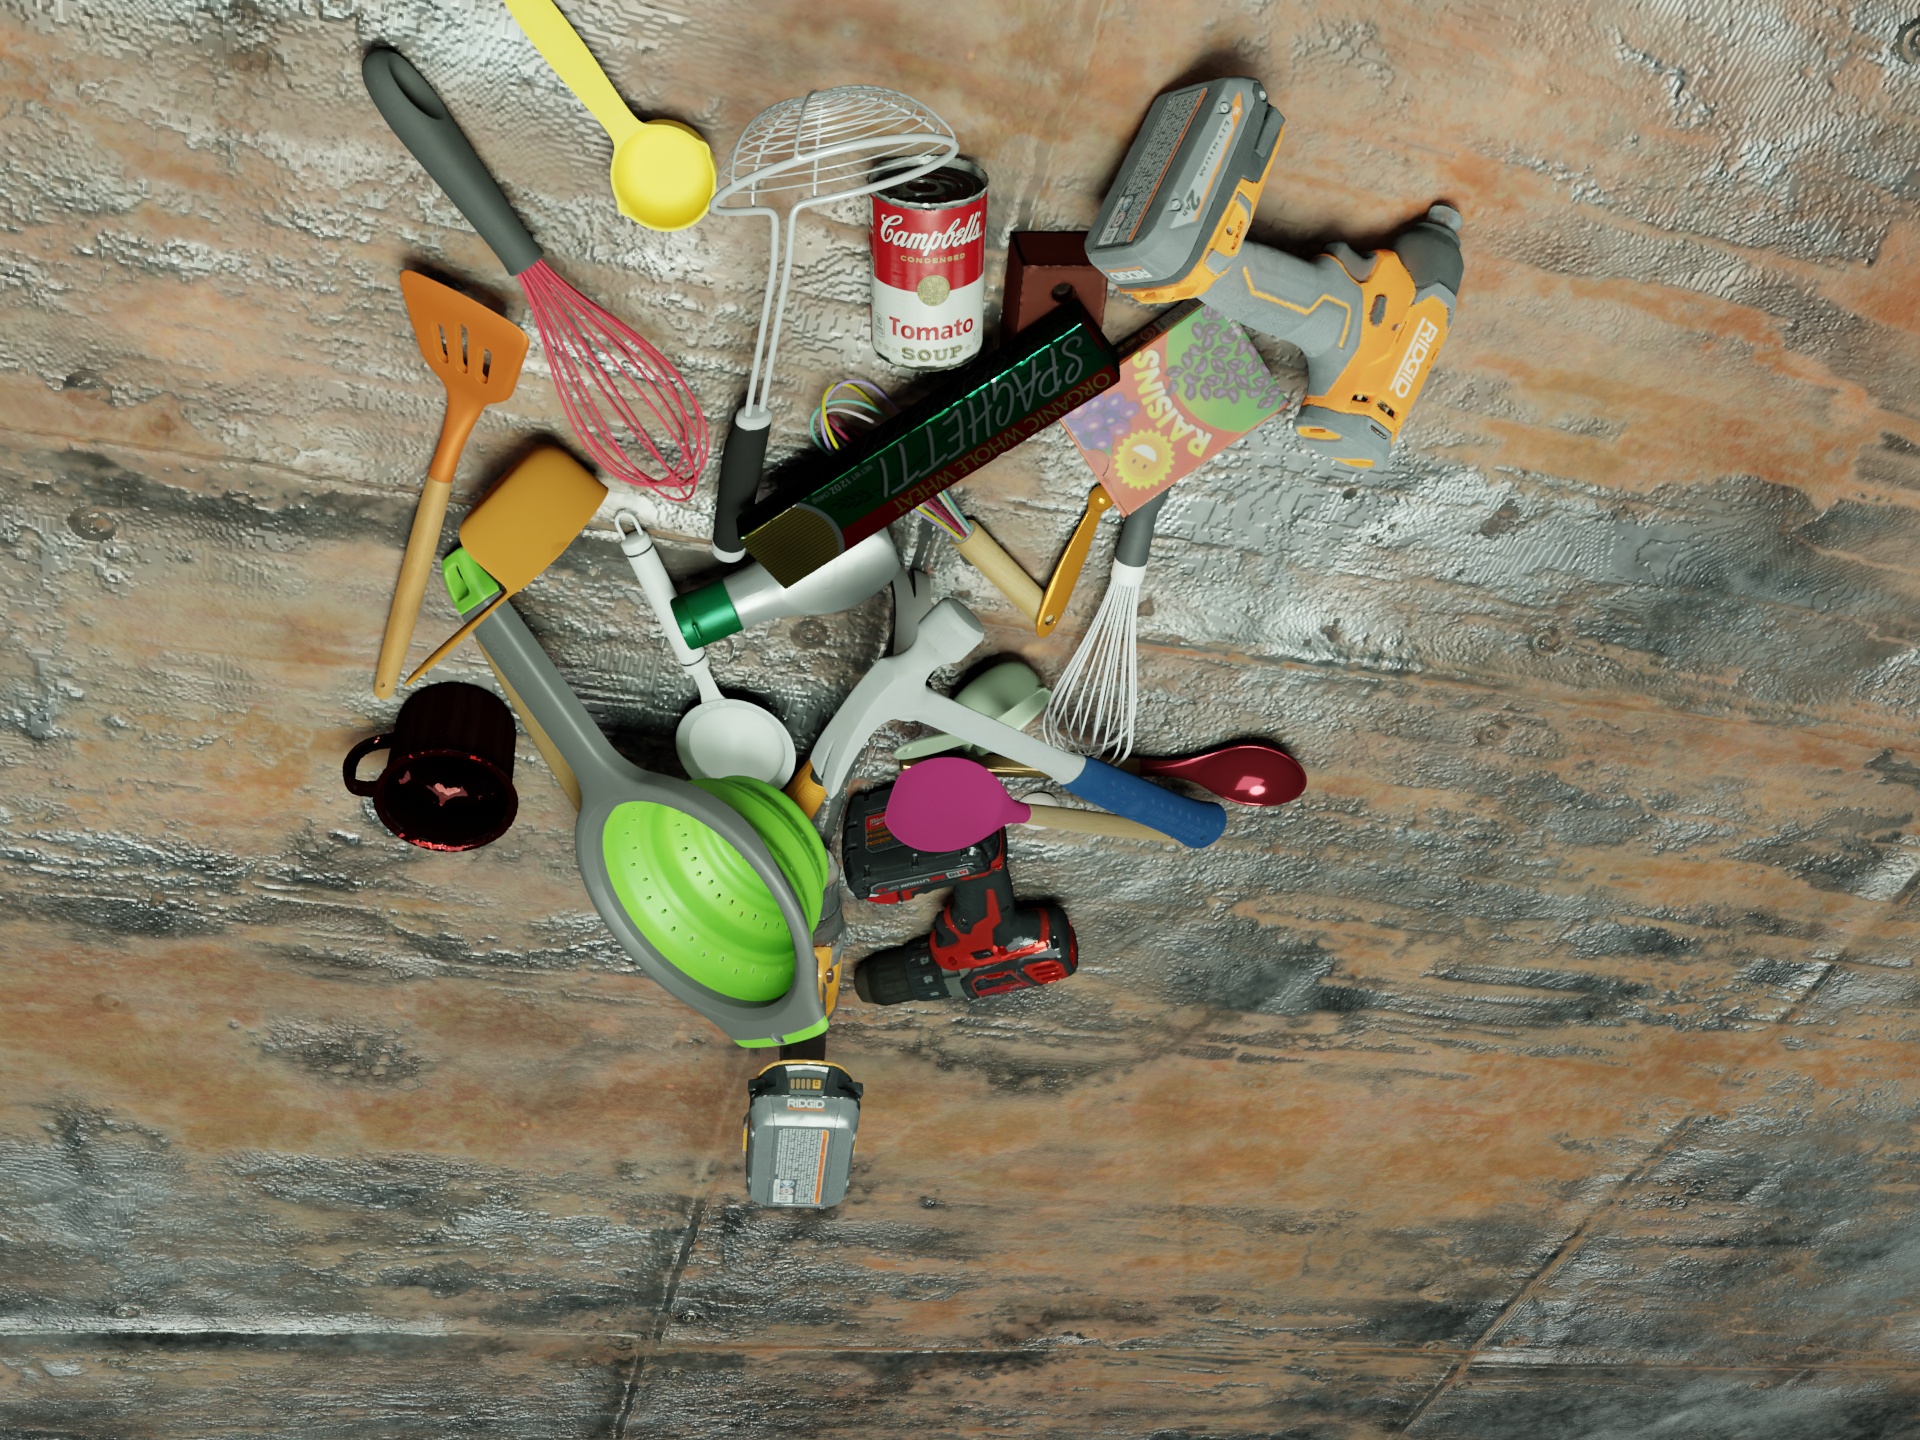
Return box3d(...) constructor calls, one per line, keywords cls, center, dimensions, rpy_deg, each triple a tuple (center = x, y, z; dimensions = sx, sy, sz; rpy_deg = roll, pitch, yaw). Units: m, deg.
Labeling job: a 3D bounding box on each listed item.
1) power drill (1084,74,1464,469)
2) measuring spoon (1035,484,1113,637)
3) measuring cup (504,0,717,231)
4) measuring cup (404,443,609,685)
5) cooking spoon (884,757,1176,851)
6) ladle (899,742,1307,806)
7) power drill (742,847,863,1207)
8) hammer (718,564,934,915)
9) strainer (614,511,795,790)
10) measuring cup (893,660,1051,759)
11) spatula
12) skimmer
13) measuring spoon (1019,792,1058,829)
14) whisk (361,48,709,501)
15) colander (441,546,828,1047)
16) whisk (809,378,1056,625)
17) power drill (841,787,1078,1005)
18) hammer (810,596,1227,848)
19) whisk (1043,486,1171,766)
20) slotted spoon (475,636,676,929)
box3d(cls="power drill", center=(0.197, -0.269, 0.918), dimensions=(0.226, 0.084, 0.164), rpy_deg=(28, 86, -30))
box3d(cls="measuring spoon", center=(0.078, -0.106, 1.079), dimensions=(0.021, 0.011, 0.117), rpy_deg=(6, 117, -36))
box3d(cls="measuring cup", center=(-0.190, -0.334, 0.851), dimensions=(0.062, 0.029, 0.156), rpy_deg=(-31, 117, 16))
box3d(cls="measuring cup", center=(-0.292, -0.097, 0.966), dimensions=(0.173, 0.095, 0.052), rpy_deg=(-44, 111, 1))
box3d(cls="cooking spoon", center=(0.063, 0.071, 1.168), dimensions=(0.318, 0.017, 0.068), rpy_deg=(10, 102, -45))
box3d(cls="ladle", center=(0.110, 0.037, 1.215), dimensions=(0.315, 0.031, 0.069), rpy_deg=(1, 137, -9))
box3d(cls="power drill", center=(-0.116, 0.223, 1.198), dimensions=(0.084, 0.226, 0.185), rpy_deg=(4, 131, -7))
box3d(cls="hammer", center=(-0.104, 0.036, 1.141), dimensions=(0.034, 0.127, 0.336), rpy_deg=(17, 135, -21))
box3d(cls="strainer", center=(-0.177, -0.036, 1.091), dimensions=(0.087, 0.050, 0.258), rpy_deg=(-10, 127, 15))
box3d(cls="measuring cup", center=(-0.002, -0.003, 1.096), dimensions=(0.083, 0.038, 0.167), rpy_deg=(-47, 162, 32))
box3d(cls="spatula", center=(-0.331, -0.129, 0.982), dimensions=(0.081, 0.041, 0.322), rpy_deg=(28, 125, -2))
box3d(cls="skimmer", center=(-0.095, -0.196, 0.890), dimensions=(0.127, 0.090, 0.363), rpy_deg=(-19, 151, -29))
box3d(cls="measuring spoon", center=(0.018, 0.087, 1.244), dimensions=(0.124, 0.018, 0.034), rpy_deg=(-17, 131, 5))
box3d(cls="whisk", center=(-0.232, -0.241, 0.896), dimensions=(0.073, 0.073, 0.295), rpy_deg=(-26, 124, 12))
box3d(cls="colander", center=(-0.203, 0.039, 1.082), dimensions=(0.204, 0.094, 0.397), rpy_deg=(-21, 107, 45))
box3d(cls="whisk", center=(-0.013, -0.132, 1.038), dimensions=(0.051, 0.047, 0.244), rpy_deg=(-35, 131, 17))
box3d(cls="power drill", center=(-0.022, 0.149, 1.250), dimensions=(0.188, 0.080, 0.226), rpy_deg=(-14, 137, 12))
box3d(cls="hammer", center=(0.064, 0.034, 1.083), dimensions=(0.144, 0.035, 0.405), rpy_deg=(-44, 143, 18))
box3d(cls="whisk", center=(0.109, -0.076, 1.100), dimensions=(0.070, 0.070, 0.284), rpy_deg=(2, 125, -12))
box3d(cls="slotted spoon", center=(-0.273, 0.055, 1.158), dimensions=(0.070, 0.031, 0.313), rpy_deg=(-32, 129, -13))
